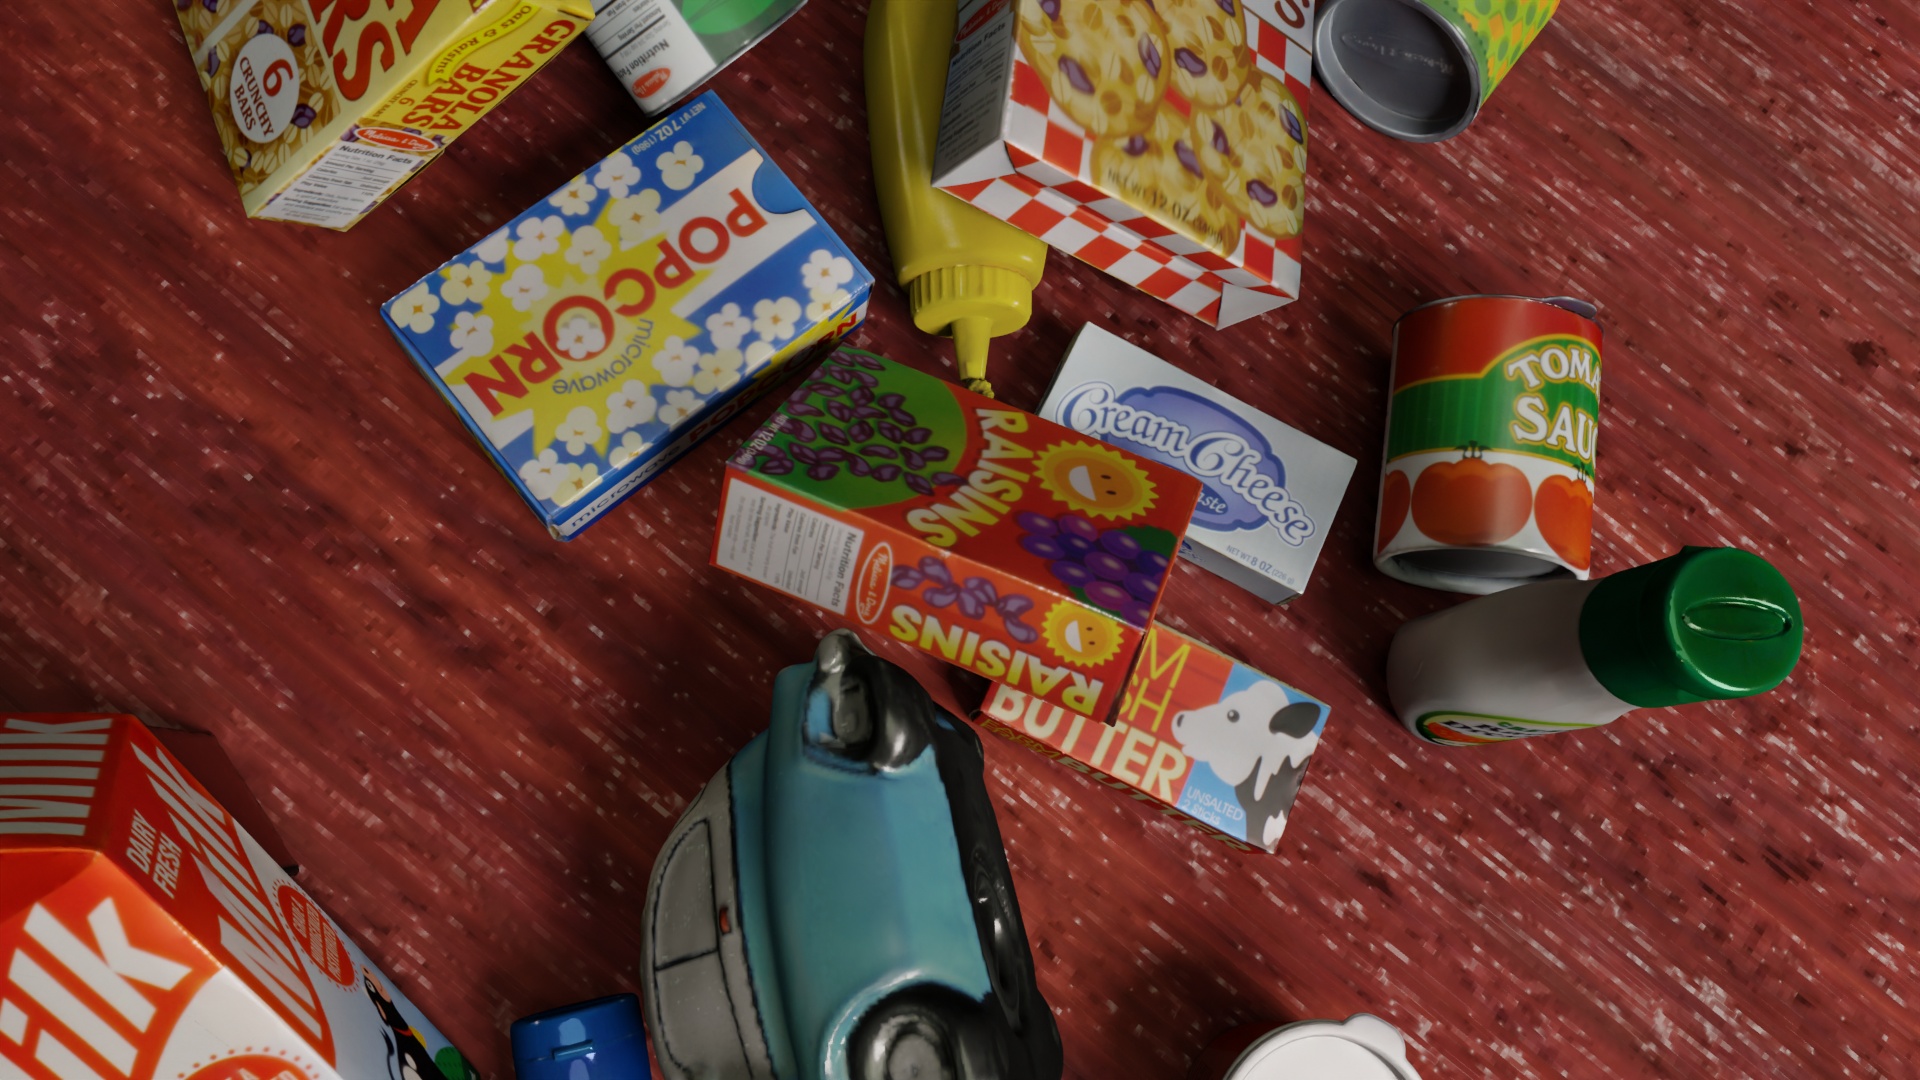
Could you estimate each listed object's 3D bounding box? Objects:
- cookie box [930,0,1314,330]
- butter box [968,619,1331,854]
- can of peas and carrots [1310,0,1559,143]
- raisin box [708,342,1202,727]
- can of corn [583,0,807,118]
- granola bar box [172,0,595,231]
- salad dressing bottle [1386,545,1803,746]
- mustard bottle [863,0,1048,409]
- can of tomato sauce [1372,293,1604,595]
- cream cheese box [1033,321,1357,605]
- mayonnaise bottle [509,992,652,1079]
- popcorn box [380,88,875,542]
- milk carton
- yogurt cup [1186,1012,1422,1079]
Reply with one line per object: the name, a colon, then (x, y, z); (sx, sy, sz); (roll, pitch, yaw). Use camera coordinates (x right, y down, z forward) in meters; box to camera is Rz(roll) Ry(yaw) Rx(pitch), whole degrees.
cookie box: (0.059, -0.169, 0.452); (0.123, 0.040, 0.168); (19, 68, -32)
butter box: (0.060, 0.055, 0.442); (0.103, 0.024, 0.053); (26, 75, -2)
can of peas and carrots: (0.166, -0.186, 0.486); (0.071, 0.070, 0.059); (39, 75, 2)
raisin box: (0.001, -0.005, 0.409); (0.123, 0.039, 0.086); (21, 35, 7)
can of corn: (-0.091, -0.180, 0.444); (0.071, 0.071, 0.058); (-43, 114, -14)
granola bar box: (-0.192, -0.198, 0.425); (0.124, 0.039, 0.165); (-27, 80, 27)
salad dressing bottle: (0.173, 0.033, 0.398); (0.064, 0.147, 0.044); (3, 78, -6)
mustard bottle: (0.001, -0.119, 0.460); (0.065, 0.048, 0.160); (3, 78, -16)
can of tomato sauce: (0.173, -0.029, 0.452); (0.071, 0.071, 0.083); (10, 77, -5)
cream cheese box: (0.074, -0.026, 0.462); (0.104, 0.024, 0.053); (27, 74, -1)
mayonnaise bottle: (-0.094, 0.203, 0.381); (0.065, 0.041, 0.148); (-10, 78, -12)
popcorn box: (-0.103, -0.071, 0.442); (0.127, 0.038, 0.085); (-39, 84, -13)
milk carton: (-0.192, 0.113, 0.324); (0.073, 0.072, 0.190); (-35, 118, -13)
yogurt cup: (0.098, 0.172, 0.405); (0.072, 0.054, 0.072); (2, 78, -7)
